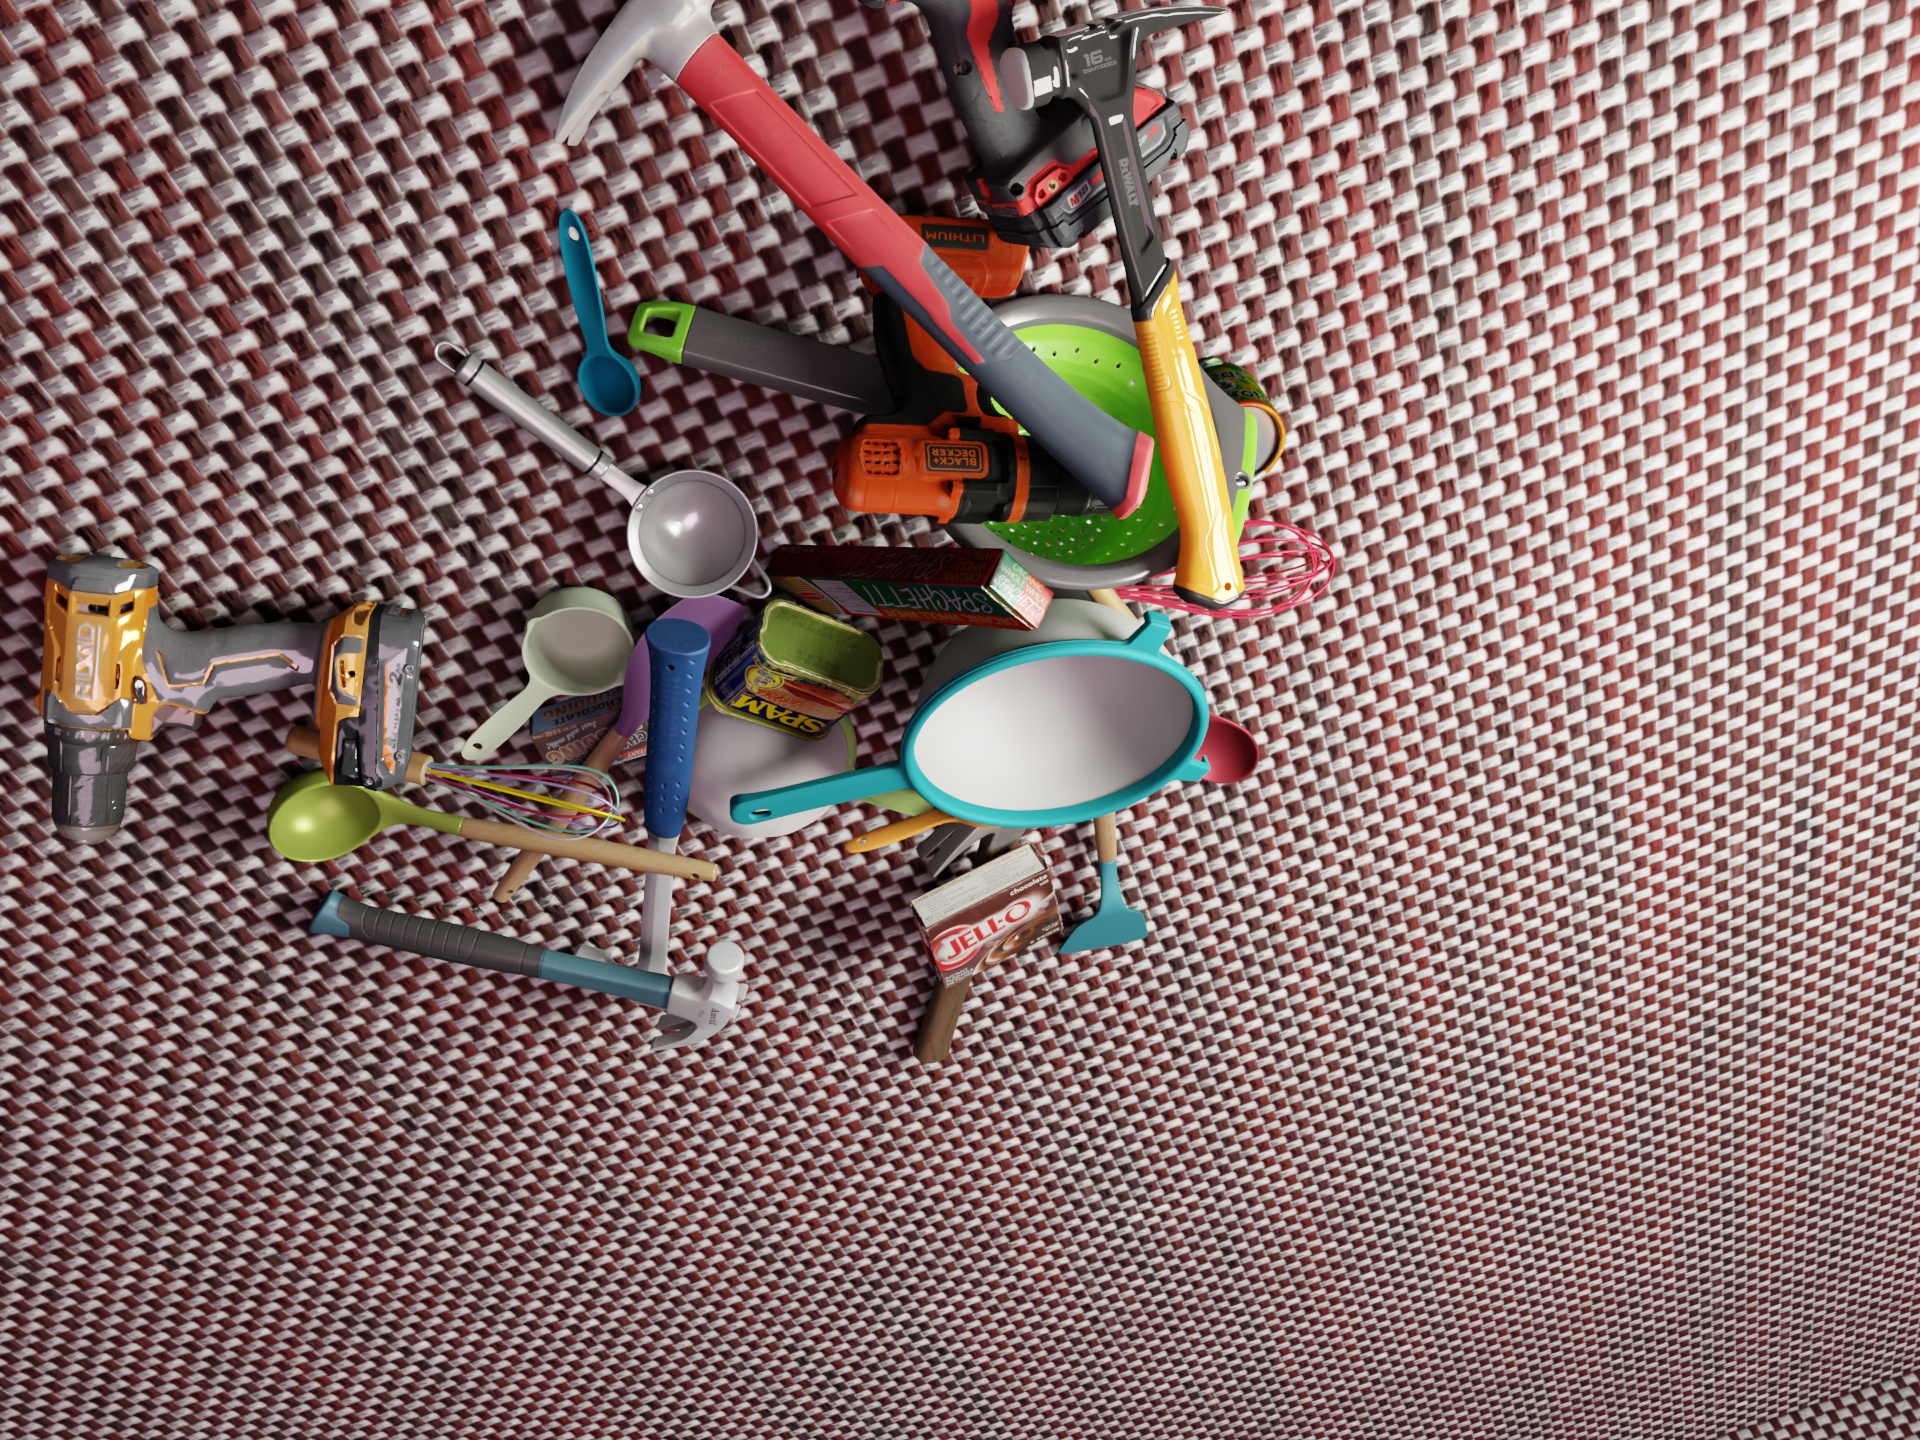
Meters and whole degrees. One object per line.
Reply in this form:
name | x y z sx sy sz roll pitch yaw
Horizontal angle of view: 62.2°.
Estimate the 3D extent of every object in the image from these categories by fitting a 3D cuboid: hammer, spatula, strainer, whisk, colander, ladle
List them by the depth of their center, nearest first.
hammer | -0.047 -0.246 0.885 0.386 0.038 0.143 44 109 -5
hammer | 0.121 -0.223 0.904 0.127 0.034 0.336 -23 114 -17
colander | -0.015 -0.184 1.021 0.397 0.205 0.094 15 160 -4
strainer | -0.227 -0.161 1.026 0.258 0.050 0.087 37 95 -27
strainer | -0.002 -0.004 1.112 0.340 0.095 0.210 -14 144 10
whisk | -0.354 0.039 1.118 0.245 0.047 0.051 13 110 1
spatula | -0.257 0.024 1.140 0.059 0.018 0.316 18 123 -40
ladle | -0.335 0.090 1.140 0.320 0.062 0.078 10 133 1
whisk | 0.124 -0.099 1.148 0.296 0.073 0.073 -7 130 -1
hammer | -0.214 0.088 1.172 0.144 0.035 0.405 16 134 2
ladle | 0.150 -0.033 1.182 0.069 0.031 0.315 -11 148 25
strainer | -0.103 0.058 1.212 0.256 0.069 0.151 18 122 -23
hammer | -0.336 0.184 1.228 0.331 0.033 0.128 14 135 -4
spatula | 0.116 0.087 1.319 0.082 0.044 0.317 -10 125 -4
hammer | 0.005 0.181 1.348 0.130 0.031 0.331 -10 136 -28

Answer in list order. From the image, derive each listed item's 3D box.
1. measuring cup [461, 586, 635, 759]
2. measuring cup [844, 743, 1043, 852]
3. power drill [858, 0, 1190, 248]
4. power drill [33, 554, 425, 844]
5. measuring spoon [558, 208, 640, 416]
measuring cup | -0.296 -0.031 1.118 0.167 0.038 0.083 -39 127 22
measuring cup | -0.011 0.049 1.198 0.173 0.095 0.052 -21 126 -18
power drill | 0.029 -0.384 0.872 0.143 0.079 0.219 -42 123 -8
power drill | -0.476 -0.004 1.036 0.226 0.084 0.185 7 100 -17
measuring spoon | -0.221 -0.250 0.972 0.042 0.021 0.128 6 124 21
